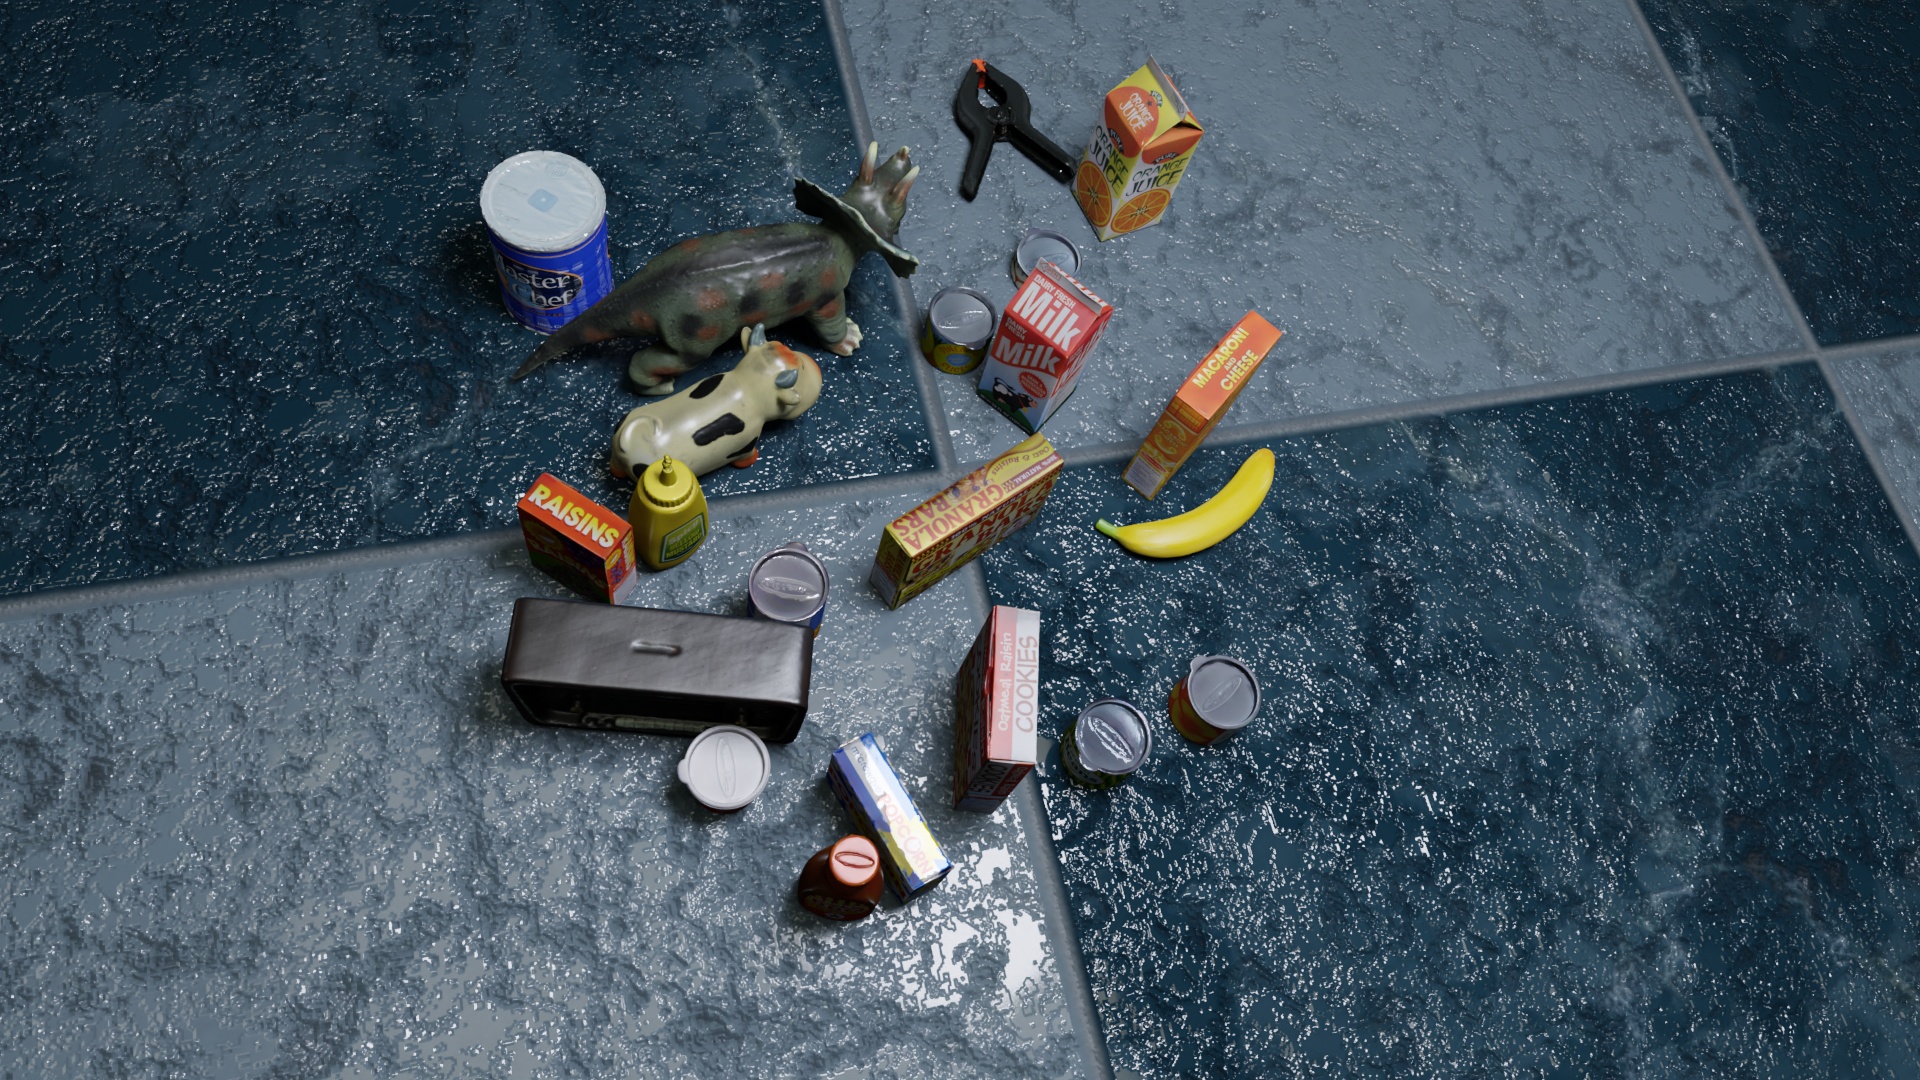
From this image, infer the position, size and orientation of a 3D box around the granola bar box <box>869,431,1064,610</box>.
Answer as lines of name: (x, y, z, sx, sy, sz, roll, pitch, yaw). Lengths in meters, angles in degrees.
granola bar box: (0.004, -0.015, 1.205, 0.166, 0.123, 0.039, -32, 76, -22)

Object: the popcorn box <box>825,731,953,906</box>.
popcorn box: (-0.059, 0.223, 1.108, 0.038, 0.085, 0.127, -27, 74, -20)

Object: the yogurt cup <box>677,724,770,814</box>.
yogurt cup: (-0.188, 0.188, 1.117, 0.072, 0.053, 0.072, 4, 66, -9)

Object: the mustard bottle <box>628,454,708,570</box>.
mustard bottle: (-0.241, -0.028, 1.145, 0.065, 0.159, 0.049, -36, 77, -22)

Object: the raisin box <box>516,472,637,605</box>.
raisin box: (-0.311, 0.004, 1.138, 0.086, 0.123, 0.040, 32, 65, 4)

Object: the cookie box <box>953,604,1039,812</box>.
cookie box: (0.026, 0.139, 1.116, 0.040, 0.166, 0.123, 6, 66, -8)

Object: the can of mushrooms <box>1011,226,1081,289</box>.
can of mushrooms: (0.084, -0.276, 1.388, 0.071, 0.033, 0.071, 4, 66, -9)

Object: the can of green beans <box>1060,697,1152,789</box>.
can of green beans: (0.123, 0.173, 1.180, 0.071, 0.057, 0.071, 4, 66, -9)

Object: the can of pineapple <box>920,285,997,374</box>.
can of pineapple: (-0.002, -0.198, 1.323, 0.071, 0.057, 0.071, 4, 66, -9)

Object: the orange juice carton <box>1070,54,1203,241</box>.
orange juice carton: (0.176, -0.386, 1.366, 0.073, 0.191, 0.072, -21, 72, -18)

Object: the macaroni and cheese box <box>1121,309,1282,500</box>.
macaroni and cheese box: (0.217, -0.121, 1.270, 0.040, 0.165, 0.124, 39, 65, 8)

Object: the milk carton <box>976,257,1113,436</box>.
milk carton: (0.078, -0.180, 1.257, 0.072, 0.189, 0.074, 39, 66, 8)

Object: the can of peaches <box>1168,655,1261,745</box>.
can of peaches: (0.220, 0.138, 1.214, 0.071, 0.057, 0.071, 4, 66, -9)

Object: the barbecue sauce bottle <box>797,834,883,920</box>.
barbecue sauce bottle: (-0.088, 0.255, 1.053, 0.065, 0.148, 0.044, 12, 65, -5)

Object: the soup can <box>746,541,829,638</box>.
soup can: (-0.146, 0.049, 1.170, 0.071, 0.083, 0.071, 4, 66, -9)
